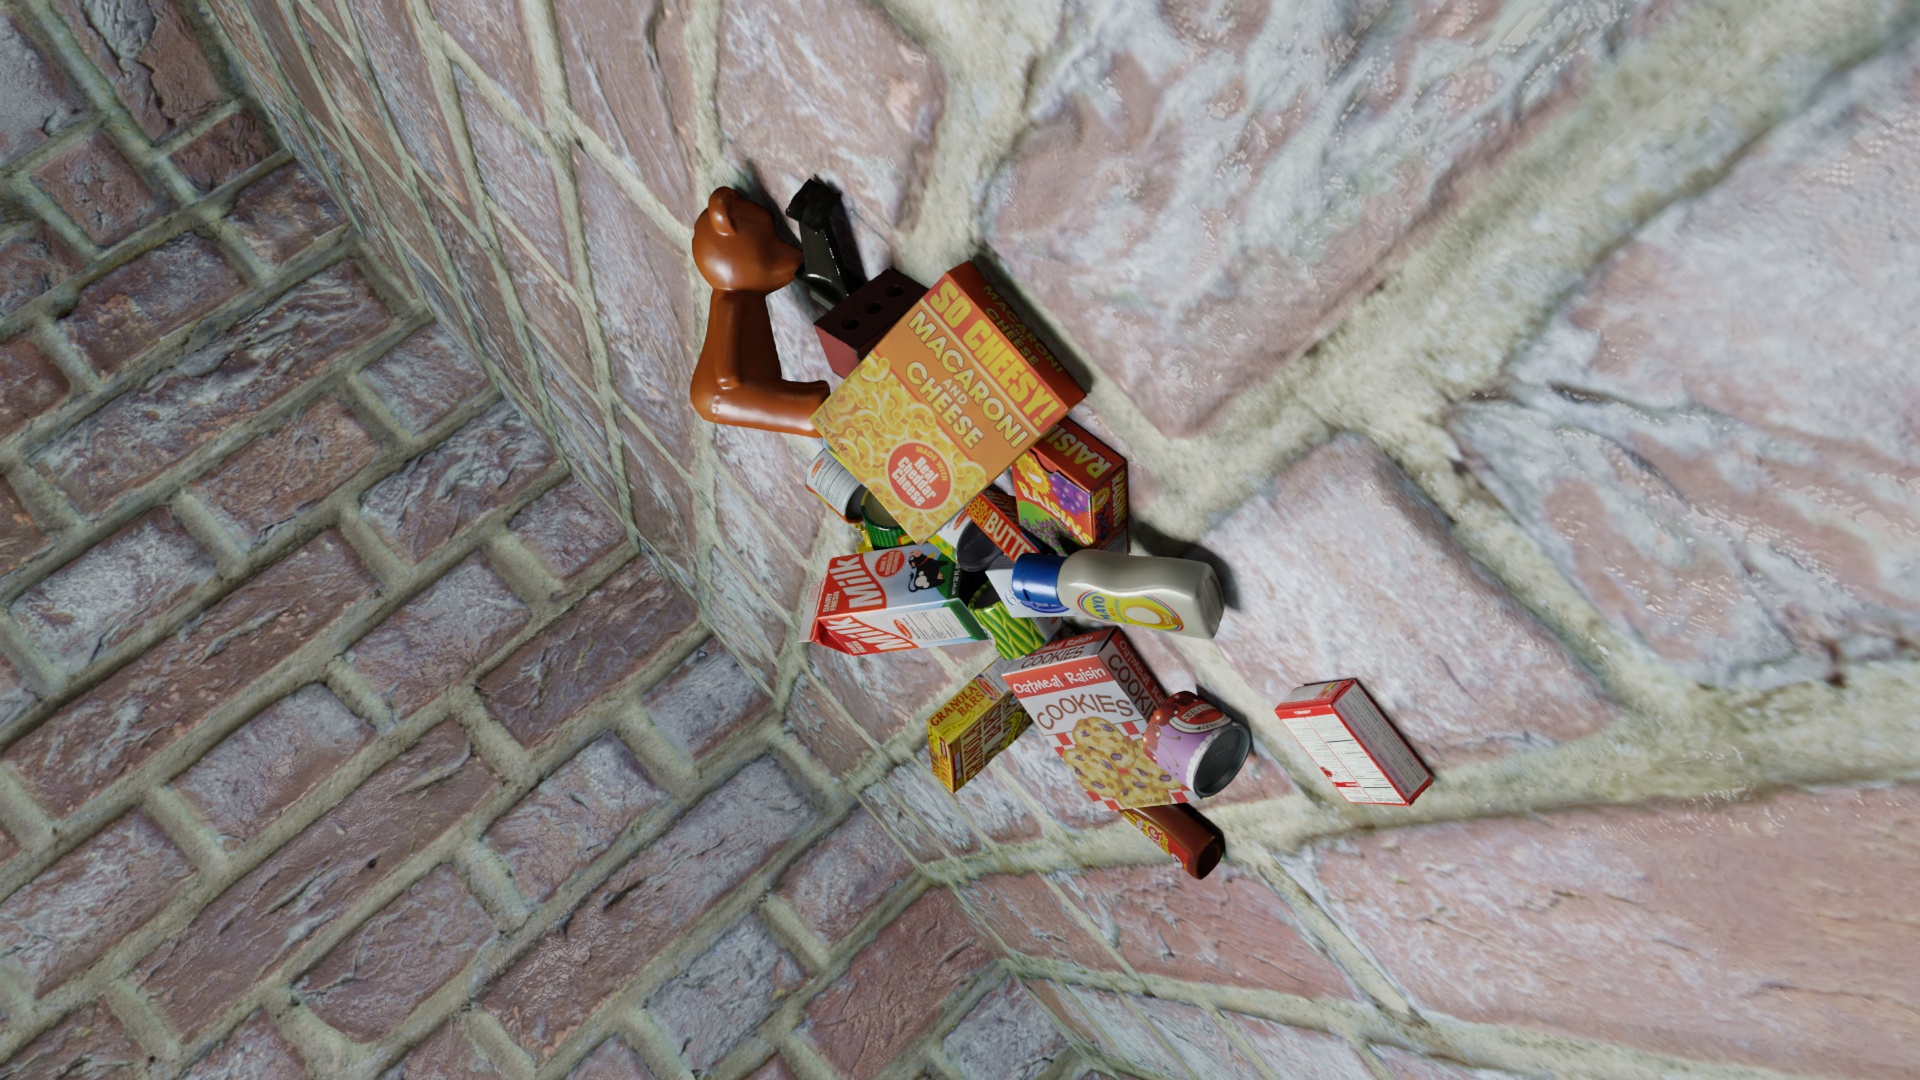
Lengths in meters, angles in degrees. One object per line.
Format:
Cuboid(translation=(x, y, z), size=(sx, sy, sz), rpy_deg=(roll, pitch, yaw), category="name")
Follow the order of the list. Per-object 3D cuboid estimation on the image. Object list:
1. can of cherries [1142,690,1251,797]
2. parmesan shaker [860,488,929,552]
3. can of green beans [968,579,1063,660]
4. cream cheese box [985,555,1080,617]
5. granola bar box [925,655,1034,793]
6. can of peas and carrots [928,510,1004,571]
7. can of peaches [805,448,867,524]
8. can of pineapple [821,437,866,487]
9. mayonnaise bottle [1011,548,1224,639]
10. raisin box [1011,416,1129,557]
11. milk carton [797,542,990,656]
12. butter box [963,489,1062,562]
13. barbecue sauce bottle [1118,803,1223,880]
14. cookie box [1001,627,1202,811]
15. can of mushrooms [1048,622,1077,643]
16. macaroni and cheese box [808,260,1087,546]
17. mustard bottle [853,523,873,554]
Cuboid(translation=(0.188, 0.159, 1.108), size=(0.058, 0.072, 0.071), rpy_deg=(35, 157, 41), category="can of cherries")
Cuboid(translation=(-0.057, -0.006, 1.346), size=(0.071, 0.071, 0.102), rpy_deg=(39, 160, 29), category="parmesan shaker")
Cuboid(translation=(0.049, 0.065, 1.242), size=(0.057, 0.071, 0.071), rpy_deg=(56, 161, -18), category="can of green beans")
Cuboid(translation=(0.073, 0.037, 1.154), size=(0.103, 0.024, 0.053), rpy_deg=(-5, 123, 48), category="cream cheese box")
Cuboid(translation=(0.024, 0.193, 1.471), size=(0.039, 0.124, 0.164), rpy_deg=(44, 162, 21), category="granola bar box")
Cuboid(translation=(0.004, -0.015, 1.190), size=(0.059, 0.071, 0.070), rpy_deg=(37, 158, 36), category="can of peas and carrots")
Cuboid(translation=(-0.108, -0.058, 1.376), size=(0.058, 0.071, 0.071), rpy_deg=(40, 160, 26), category="can of peaches")
Cuboid(translation=(-0.081, -0.089, 1.239), size=(0.058, 0.071, 0.070), rpy_deg=(44, 161, 15), category="can of pineapple")
Cuboid(translation=(0.109, 0.034, 0.987), size=(0.148, 0.041, 0.064), rpy_deg=(7, 147, 29), category="mayonnaise bottle")
Cuboid(translation=(0.079, -0.034, 1.014), size=(0.086, 0.040, 0.122), rpy_deg=(41, 160, 28), category="raisin box")
Cuboid(translation=(-0.067, 0.057, 1.318), size=(0.190, 0.073, 0.073), rpy_deg=(-9, 141, 24), category="milk carton")
Cuboid(translation=(0.051, -0.003, 1.103), size=(0.053, 0.024, 0.104), rpy_deg=(10, -153, -44), category="butter box")
Cuboid(translation=(0.188, 0.266, 1.360), size=(0.149, 0.044, 0.064), rpy_deg=(37, 160, 35), category="barbecue sauce bottle")
Cuboid(translation=(0.130, 0.160, 1.223), size=(0.122, 0.040, 0.167), rpy_deg=(-19, 112, 47), category="cookie box")
Cuboid(translation=(0.089, 0.105, 1.284), size=(0.071, 0.033, 0.070), rpy_deg=(43, 161, 19), category="can of mushrooms")
Cuboid(translation=(-0.012, -0.093, 0.963), size=(0.124, 0.040, 0.165), rpy_deg=(49, 125, 1), category="macaroni and cheese box")
Cuboid(translation=(-0.073, 0.040, 1.517), size=(0.065, 0.049, 0.159), rpy_deg=(23, 148, 54), category="mustard bottle")
